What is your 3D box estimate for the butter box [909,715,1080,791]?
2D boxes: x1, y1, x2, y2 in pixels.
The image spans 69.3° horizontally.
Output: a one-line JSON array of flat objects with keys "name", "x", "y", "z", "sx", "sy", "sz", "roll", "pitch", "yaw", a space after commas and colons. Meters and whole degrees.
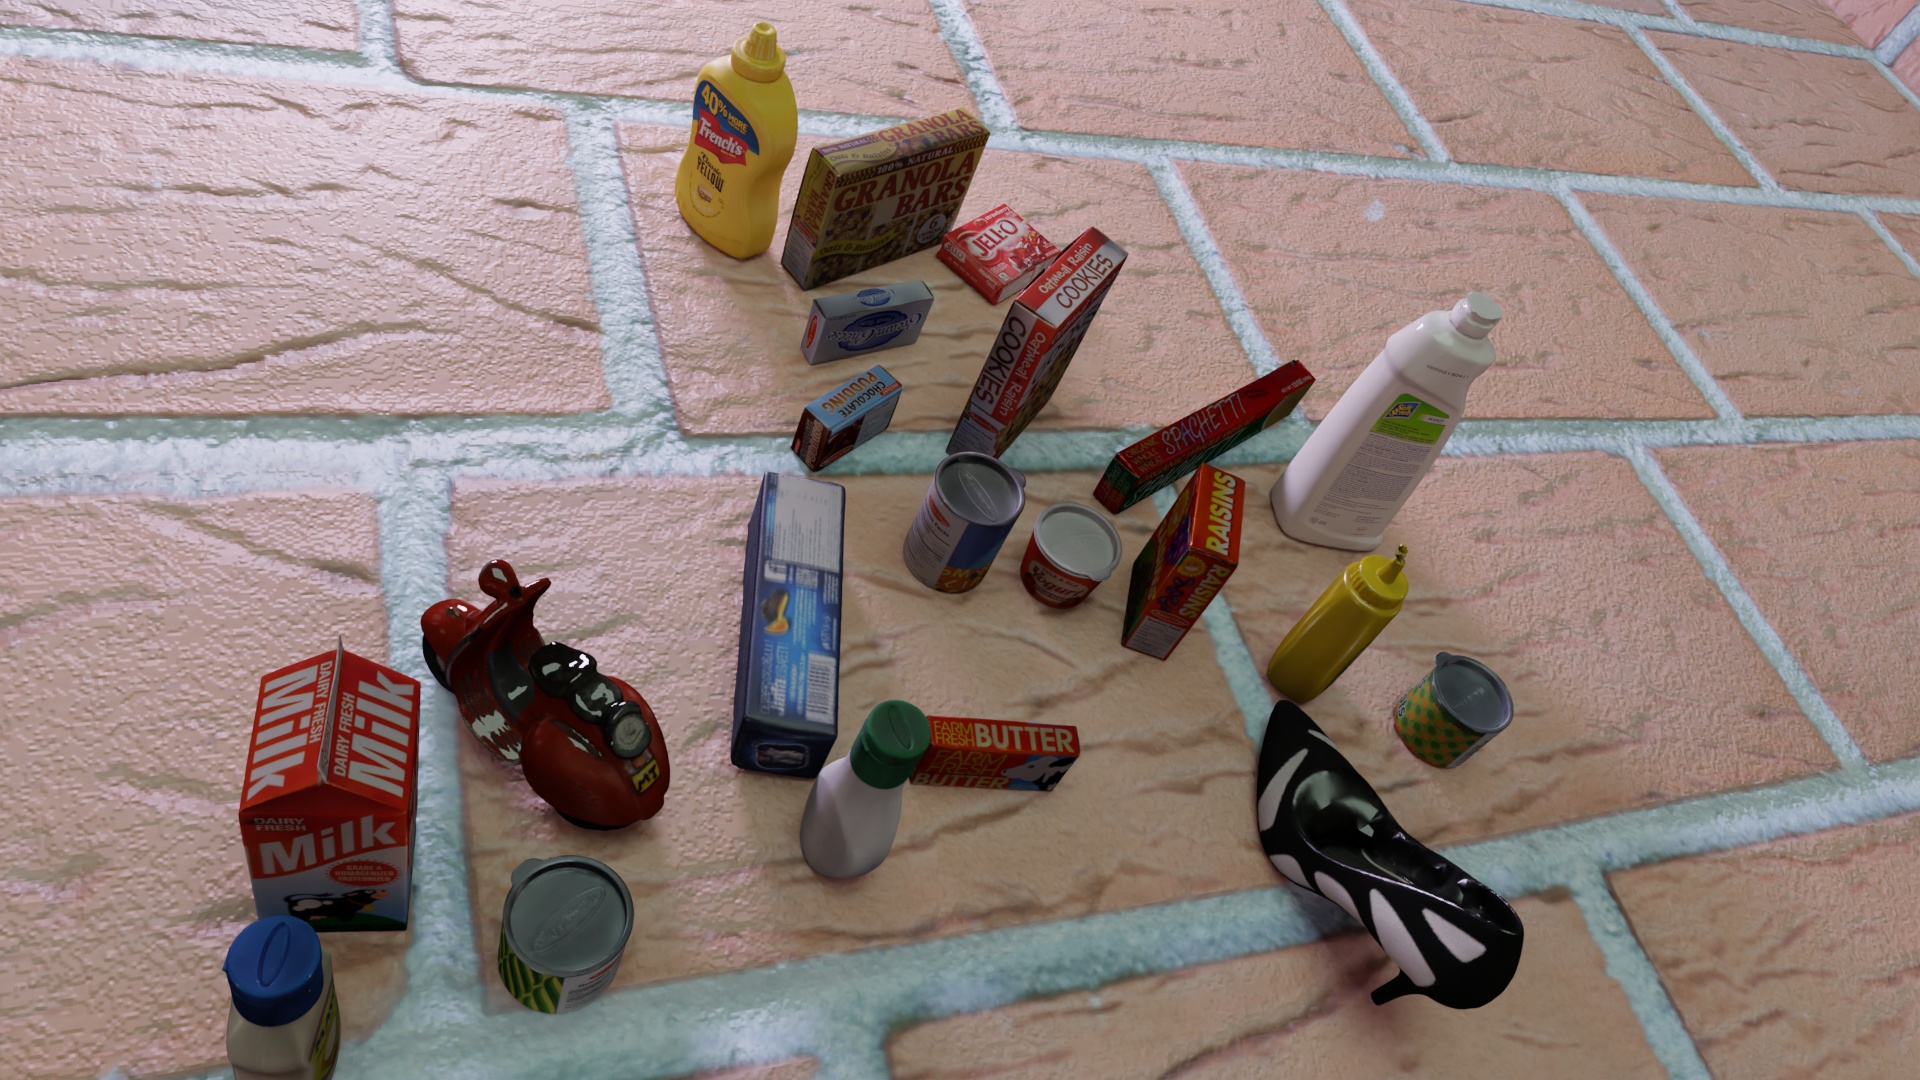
[{"name": "butter box", "x": 0.021, "y": 0.138, "z": 0.898, "sx": 0.103, "sy": 0.052, "sz": 0.024, "roll": 7, "pitch": 51, "yaw": -17}]

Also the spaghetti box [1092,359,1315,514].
[{"name": "spaghetti box", "x": 0.207, "y": -0.089, "z": 1.159, "sx": 0.251, "sy": 0.050, "sz": 0.029, "roll": -28, "pitch": 68, "yaw": -37}]

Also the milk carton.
[{"name": "milk carton", "x": -0.307, "y": 0.125, "z": 0.683, "sx": 0.073, "sy": 0.189, "sz": 0.072, "roll": 4, "pitch": 52, "yaw": -19}]

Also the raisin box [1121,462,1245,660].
[{"name": "raisin box", "x": 0.161, "y": 0.016, "z": 1.006, "sx": 0.040, "sy": 0.122, "sz": 0.086, "roll": 21, "pitch": 48, "yaw": -5}]

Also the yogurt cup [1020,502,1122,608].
[{"name": "yogurt cup", "x": 0.078, "y": 0.013, "z": 1.021, "sx": 0.072, "sy": 0.053, "sz": 0.073, "roll": 11, "pitch": 50, "yaw": -14}]

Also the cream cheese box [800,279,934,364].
[{"name": "cream cheese box", "x": -0.075, "y": -0.175, "z": 1.110, "sx": 0.104, "sy": 0.053, "sz": 0.024, "roll": -17, "pitch": 62, "yaw": -32}]

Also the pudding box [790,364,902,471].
[{"name": "pudding box", "x": -0.085, "y": -0.092, "z": 1.042, "sx": 0.030, "sy": 0.049, "sz": 0.084, "roll": 42, "pitch": 50, "yaw": 13}]

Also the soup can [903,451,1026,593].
[{"name": "soup can", "x": 0.004, "y": -0.012, "z": 0.991, "sx": 0.071, "sy": 0.083, "sz": 0.072, "roll": 11, "pitch": 50, "yaw": -14}]

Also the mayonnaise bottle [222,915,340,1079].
[{"name": "mayonnaise bottle", "x": -0.309, "y": 0.217, "z": 0.636, "sx": 0.041, "sy": 0.147, "sz": 0.065, "roll": 11, "pitch": 50, "yaw": -14}]

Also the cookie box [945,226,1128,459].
[{"name": "cookie box", "x": 0.056, "y": -0.144, "z": 1.063, "sx": 0.040, "sy": 0.166, "sz": 0.123, "roll": 35, "pitch": 48, "yaw": 7}]

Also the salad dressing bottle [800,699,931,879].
[{"name": "salad dressing bottle", "x": -0.055, "y": 0.144, "z": 0.799, "sx": 0.044, "sy": 0.146, "sz": 0.064, "roll": -8, "pitch": 57, "yaw": -28}]

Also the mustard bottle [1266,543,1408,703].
[{"name": "mustard bottle", "x": 0.279, "y": 0.055, "z": 0.999, "sx": 0.049, "sy": 0.159, "sz": 0.065, "roll": 39, "pitch": 49, "yaw": 10}]

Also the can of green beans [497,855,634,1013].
[{"name": "can of green beans", "x": -0.211, "y": 0.211, "z": 0.741, "sx": 0.071, "sy": 0.057, "sz": 0.071, "roll": 11, "pitch": 50, "yaw": -14}]

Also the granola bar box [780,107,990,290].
[{"name": "granola bar box", "x": -0.064, "y": -0.286, "z": 1.157, "sx": 0.166, "sy": 0.123, "sz": 0.039, "roll": -28, "pitch": 67, "yaw": -36}]

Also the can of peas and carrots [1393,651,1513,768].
[{"name": "can of peas and carrots", "x": 0.368, "y": 0.128, "z": 1.045, "sx": 0.071, "sy": 0.058, "sz": 0.071, "roll": 11, "pitch": 50, "yaw": -14}]
